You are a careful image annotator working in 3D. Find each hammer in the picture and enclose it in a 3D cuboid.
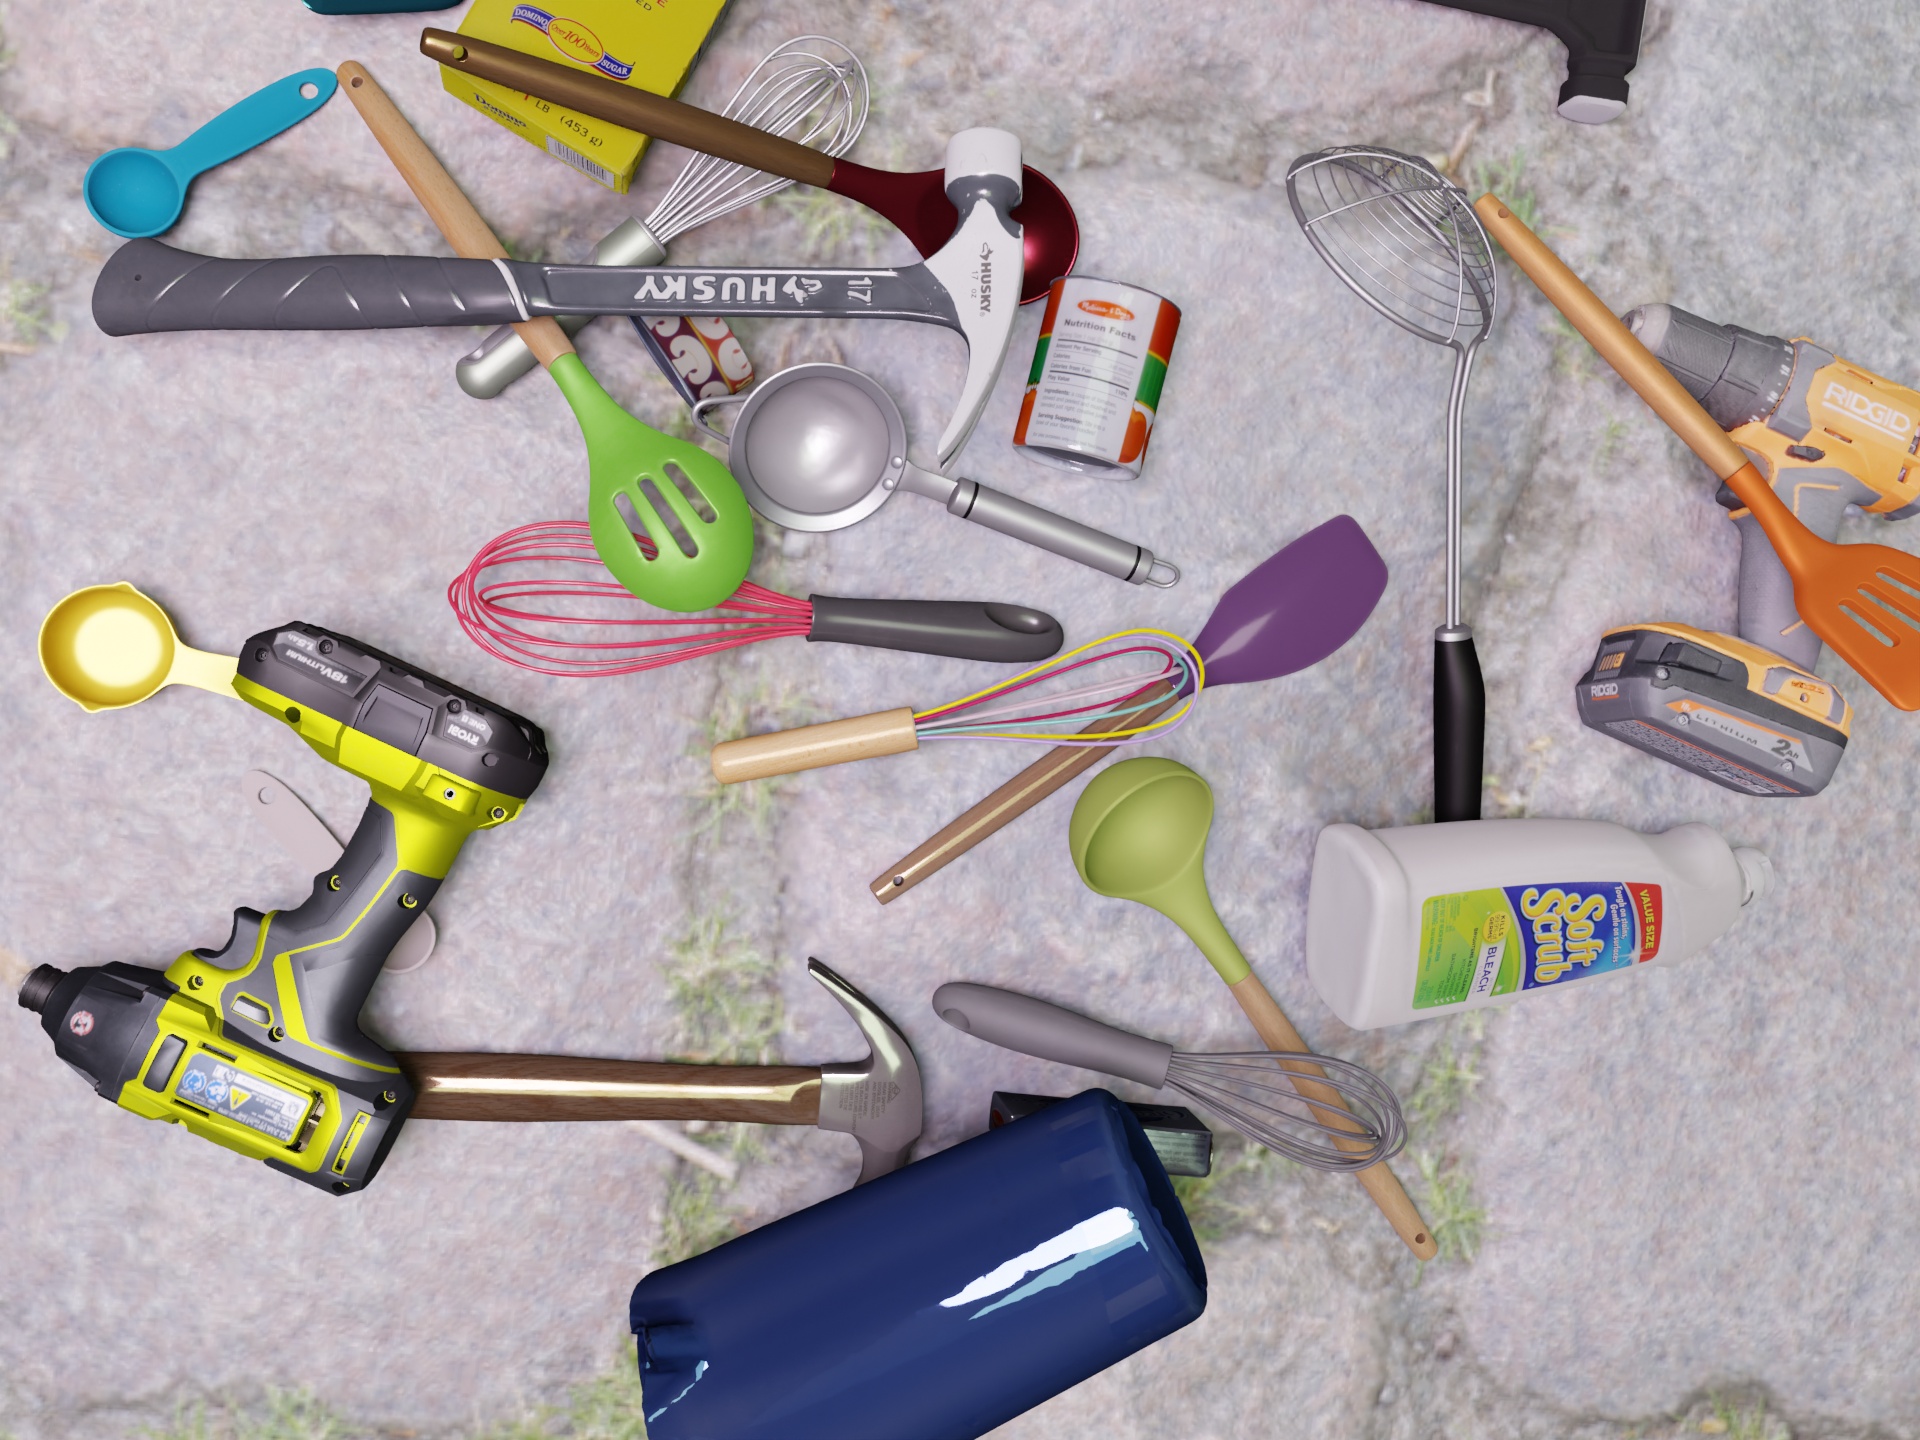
[{"bbox_3d":[-0.177,-0.183,0.696,0.409,0.036,0.149,1,81,3],"label":"hammer"},{"bbox_3d":[-0.182,0.176,0.770,0.331,0.031,0.130,4,91,-8],"label":"hammer"},{"bbox_3d":[0.188,-0.397,0.805,0.337,0.034,0.127,7,91,-8],"label":"hammer"}]

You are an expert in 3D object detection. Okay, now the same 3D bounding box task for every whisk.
[{"bbox_3d":[0.100,0.169,0.781,0.239,0.055,0.055,15,90,8],"label":"whisk"},{"bbox_3d":[-0.143,-0.236,0.758,0.246,0.058,0.059,-40,126,-1],"label":"whisk"},{"bbox_3d":[-0.092,-0.052,0.763,0.295,0.073,0.073,4,91,-14],"label":"whisk"},{"bbox_3d":[-0.002,-0.005,0.779,0.245,0.047,0.051,-11,49,0],"label":"whisk"}]

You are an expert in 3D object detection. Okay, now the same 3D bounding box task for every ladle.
[{"bbox_3d":[-0.084,-0.256,0.724,0.315,0.031,0.069,9,111,-29],"label":"ladle"},{"bbox_3d":[0.159,0.154,0.807,0.078,0.062,0.320,-35,99,-3],"label":"ladle"}]

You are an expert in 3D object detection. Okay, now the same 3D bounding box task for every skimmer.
[{"bbox_3d":[0.225,-0.107,0.813,0.127,0.090,0.363,-18,109,-44],"label":"skimmer"}]

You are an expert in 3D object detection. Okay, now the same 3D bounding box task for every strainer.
[{"bbox_3d":[-0.007,-0.112,0.783,0.258,0.050,0.086,19,116,-14],"label":"strainer"}]

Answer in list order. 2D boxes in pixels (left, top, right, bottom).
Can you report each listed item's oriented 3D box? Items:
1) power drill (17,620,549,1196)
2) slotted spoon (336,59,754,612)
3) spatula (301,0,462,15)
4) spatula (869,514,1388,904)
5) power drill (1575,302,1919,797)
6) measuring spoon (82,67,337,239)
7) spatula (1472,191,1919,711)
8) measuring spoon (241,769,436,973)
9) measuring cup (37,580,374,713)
[{"bbox_3d":[-0.297,0.076,0.709,0.171,0.080,0.223,25,86,-4],"label":"power drill"},{"bbox_3d":[-0.198,-0.182,0.727,0.070,0.031,0.314,-35,82,-7],"label":"slotted spoon"},{"bbox_3d":[-0.146,-0.368,0.753,0.317,0.044,0.082,-3,93,-9],"label":"spatula"},{"bbox_3d":[0.088,0.000,0.810,0.316,0.018,0.060,-34,93,-7],"label":"spatula"},{"bbox_3d":[0.397,-0.094,0.823,0.185,0.084,0.226,23,84,-5],"label":"power drill"},{"bbox_3d":[-0.346,-0.266,0.745,0.128,0.021,0.042,-39,96,-15],"label":"measuring spoon"},{"bbox_3d":[0.365,-0.143,0.773,0.081,0.041,0.323,-38,81,-7],"label":"spatula"},{"bbox_3d":[-0.298,0.070,0.761,0.034,0.018,0.124,-43,90,-5],"label":"measuring spoon"},{"bbox_3d":[-0.345,-0.022,0.749,0.156,0.029,0.062,15,87,-20],"label":"measuring cup"}]
